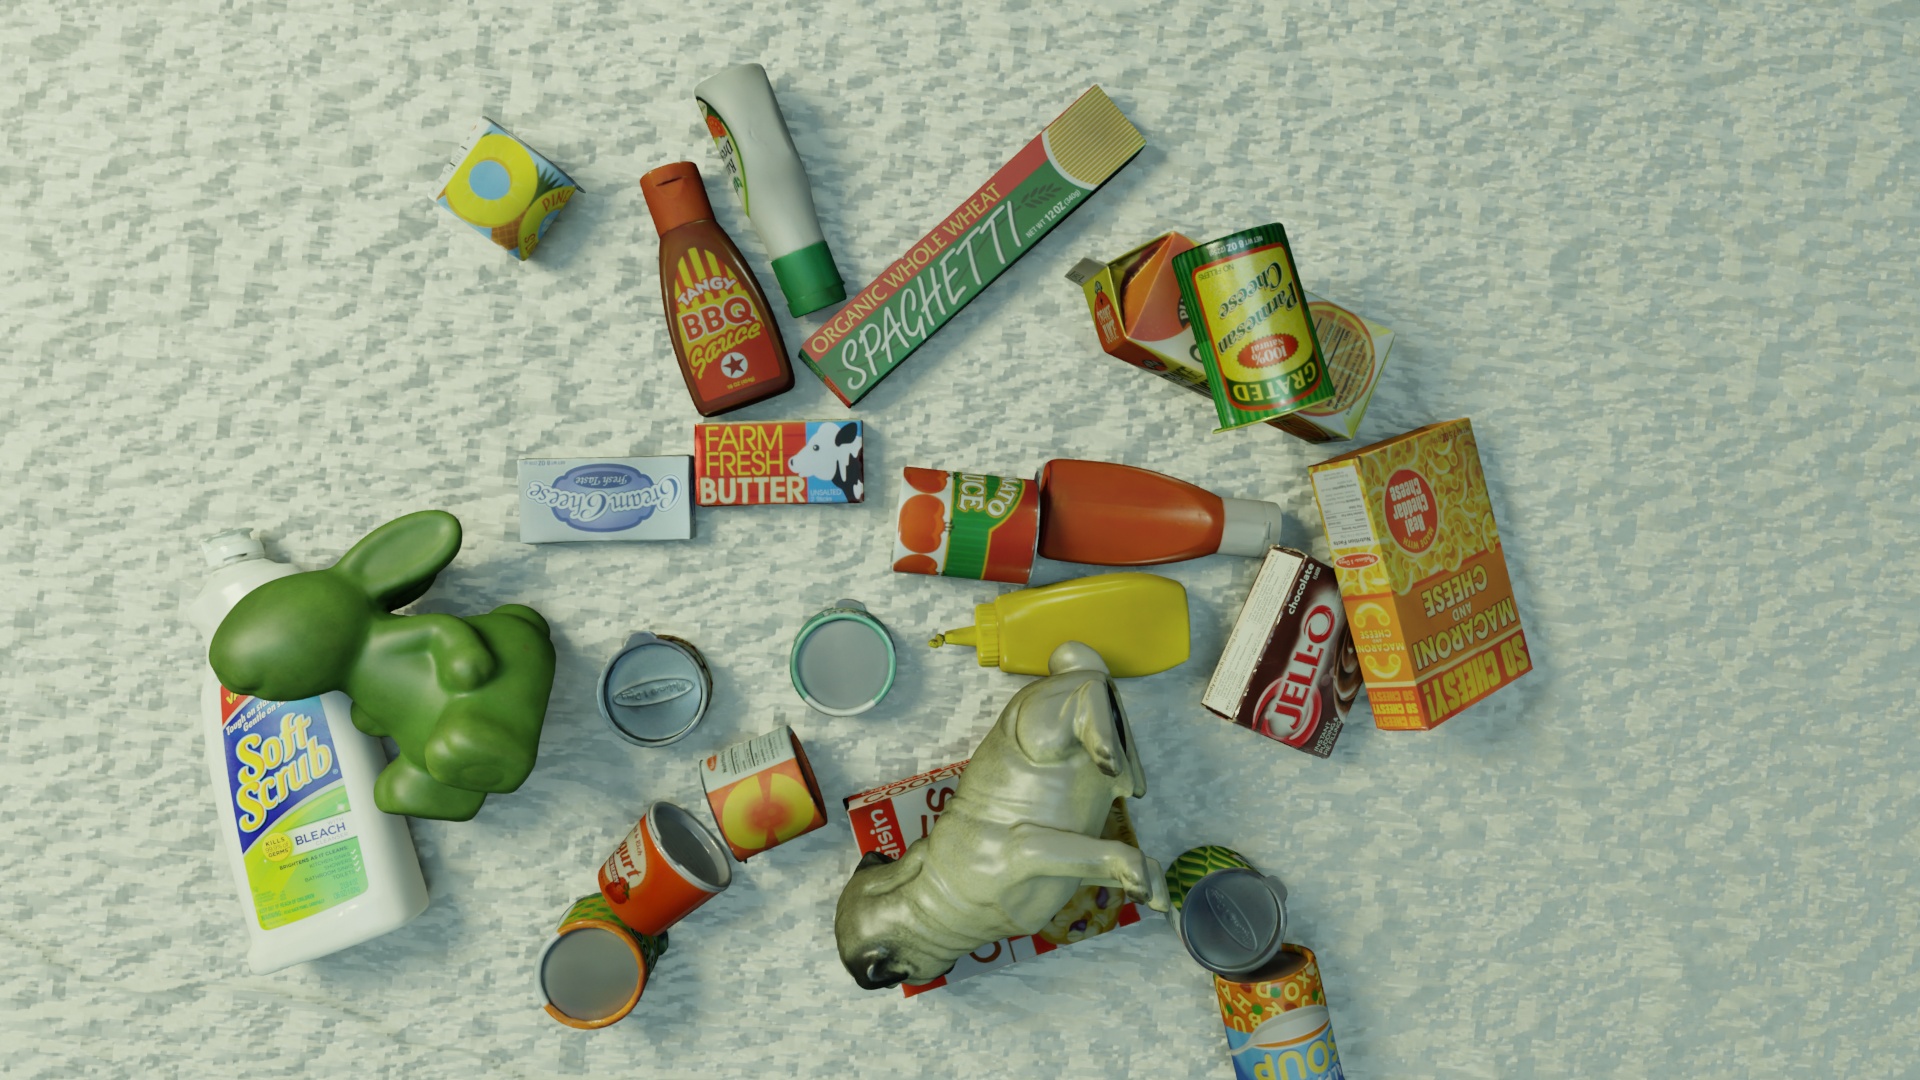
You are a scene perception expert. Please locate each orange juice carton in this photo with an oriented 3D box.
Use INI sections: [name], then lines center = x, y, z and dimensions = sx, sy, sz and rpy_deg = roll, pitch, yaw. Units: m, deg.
[orange juice carton]
center = 0.157, -0.130, 0.852
dimensions = 0.193, 0.072, 0.073
rpy_deg = 23, 90, -5

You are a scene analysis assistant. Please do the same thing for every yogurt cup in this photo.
[yogurt cup]
center = -0.180, 0.200, 0.838
dimensions = 0.054, 0.072, 0.072
rpy_deg = -43, 94, 6

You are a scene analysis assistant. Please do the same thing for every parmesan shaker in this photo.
[parmesan shaker]
center = 0.162, -0.119, 0.783
dimensions = 0.071, 0.071, 0.103
rpy_deg = -18, 93, -4

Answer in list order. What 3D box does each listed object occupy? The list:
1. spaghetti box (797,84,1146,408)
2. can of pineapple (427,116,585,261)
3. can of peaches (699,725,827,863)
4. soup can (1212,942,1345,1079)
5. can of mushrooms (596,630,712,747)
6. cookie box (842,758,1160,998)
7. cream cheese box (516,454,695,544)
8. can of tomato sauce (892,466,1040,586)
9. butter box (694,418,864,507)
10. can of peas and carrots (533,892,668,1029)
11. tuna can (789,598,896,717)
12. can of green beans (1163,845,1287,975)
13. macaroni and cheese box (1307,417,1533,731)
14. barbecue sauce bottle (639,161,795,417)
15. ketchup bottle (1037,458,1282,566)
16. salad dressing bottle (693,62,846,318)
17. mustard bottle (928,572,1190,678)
[spaghetti box]
center = 0.007, -0.181, 0.861
dimensions = 0.250, 0.028, 0.050
rpy_deg = -42, 93, -3
[can of pineapple]
center = -0.268, -0.206, 0.821
dimensions = 0.071, 0.071, 0.058
rpy_deg = 35, 89, -4
[can of peaches]
center = -0.118, 0.154, 0.841
dimensions = 0.058, 0.071, 0.071
rpy_deg = -23, 93, -4
[soup can]
center = 0.199, 0.304, 0.864
dimensions = 0.071, 0.071, 0.083
rpy_deg = -13, 92, -4
[can of mushrooms]
center = -0.186, 0.089, 0.849
dimensions = 0.071, 0.033, 0.071
rpy_deg = 0, 92, -4
[cookie box]
center = 0.025, 0.197, 0.865
dimensions = 0.168, 0.040, 0.123
rpy_deg = -17, 92, -5
[cream cheese box]
center = -0.215, -0.025, 0.850
dimensions = 0.104, 0.024, 0.053
rpy_deg = -2, 93, -4
[can of tomato sauce]
center = 0.003, -0.011, 0.845
dimensions = 0.083, 0.071, 0.071
rpy_deg = 6, 91, -4
[butter box]
center = -0.111, -0.048, 0.857
dimensions = 0.103, 0.024, 0.053
rpy_deg = -2, 91, -5
[can of peas and carrots]
center = -0.216, 0.253, 0.838
dimensions = 0.071, 0.059, 0.071
rpy_deg = 0, 92, -4
[tuna can]
center = -0.072, 0.072, 0.858
dimensions = 0.071, 0.033, 0.071
rpy_deg = 0, 92, -4
[can of green beans]
center = 0.163, 0.229, 0.867
dimensions = 0.071, 0.058, 0.071
rpy_deg = 0, 91, -4
[macaroni and cheese box]
center = 0.284, 0.018, 0.853
dimensions = 0.124, 0.040, 0.166
rpy_deg = -17, 94, -37
[barbecue sauce bottle]
center = -0.153, -0.153, 0.842
dimensions = 0.065, 0.043, 0.148
rpy_deg = -19, 92, -3
[ketchup bottle]
center = 0.124, -0.013, 0.866
dimensions = 0.149, 0.043, 0.064
rpy_deg = 6, 92, -5
[salad dressing bottle]
center = -0.112, -0.209, 0.838
dimensions = 0.044, 0.064, 0.147
rpy_deg = -24, 101, -13
[mustard bottle]
center = 0.059, 0.055, 0.860
dimensions = 0.160, 0.049, 0.065
rpy_deg = -3, 92, -4
